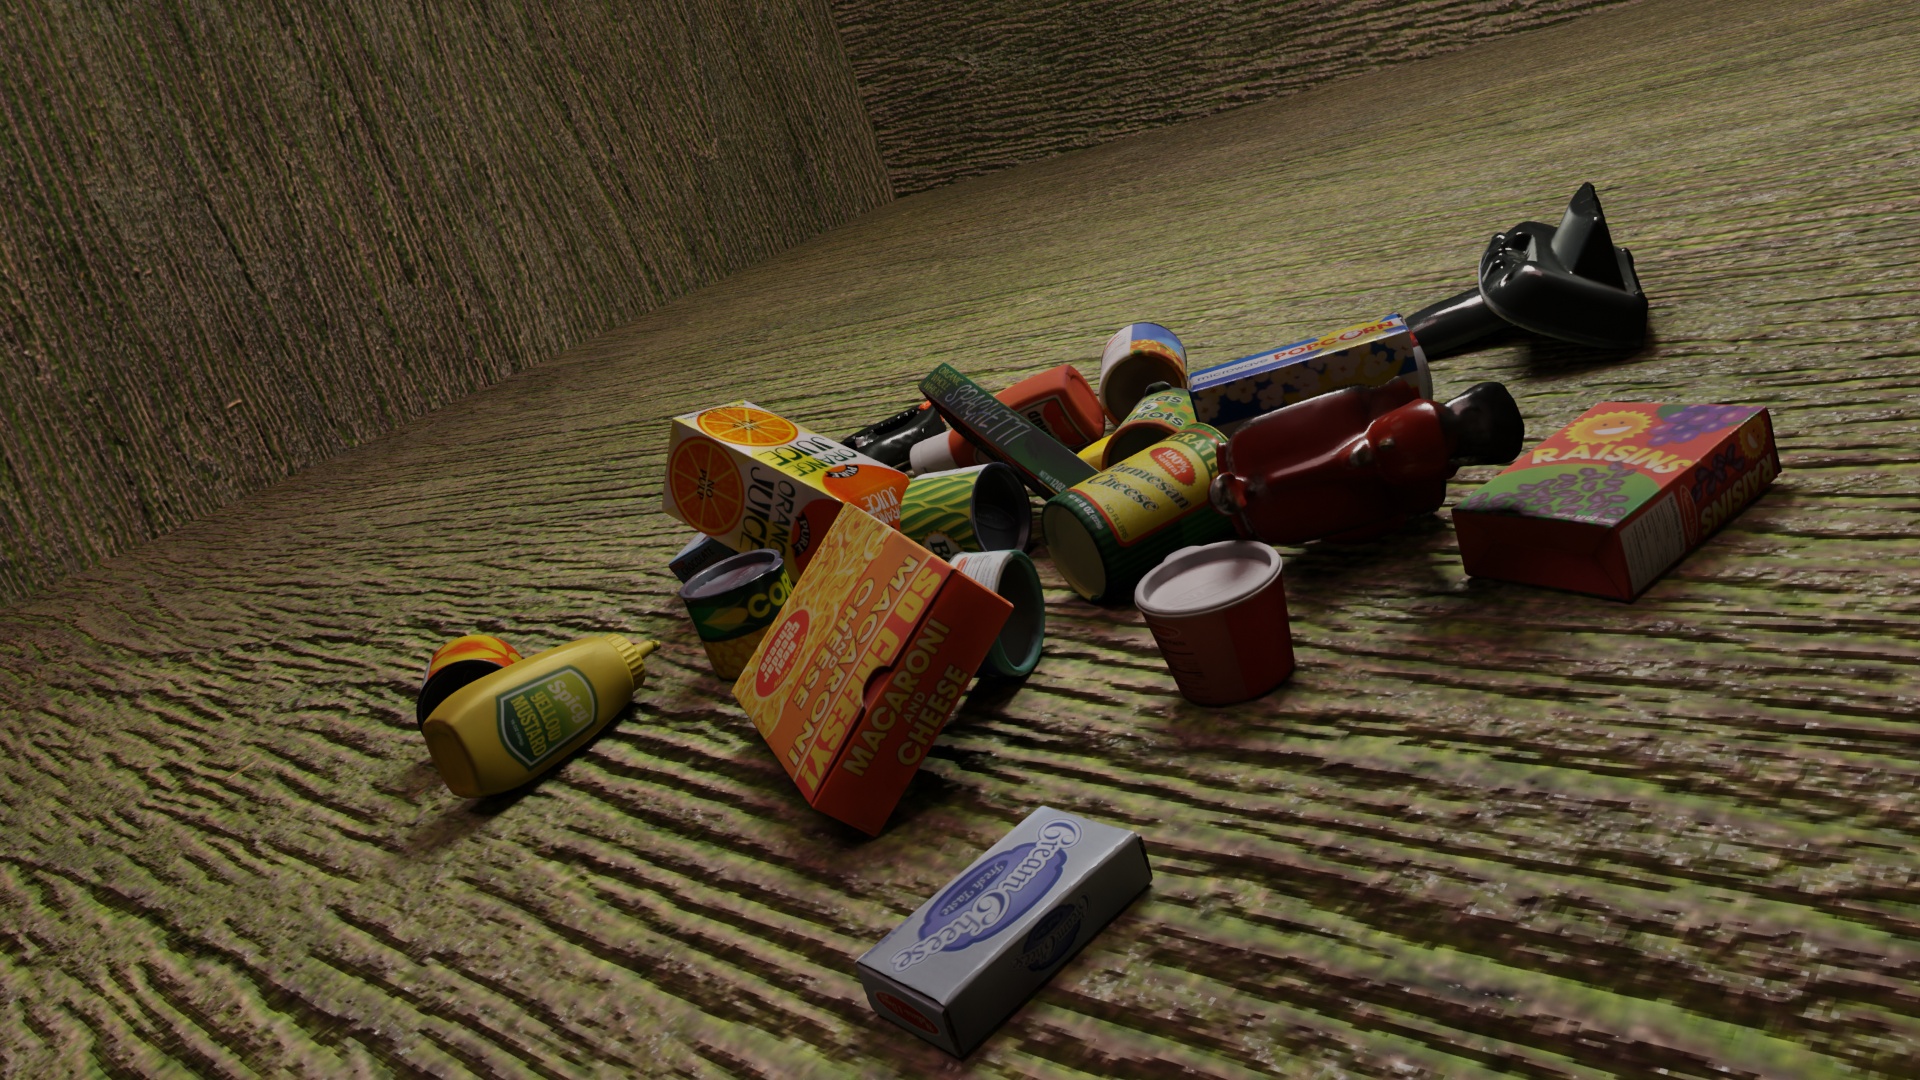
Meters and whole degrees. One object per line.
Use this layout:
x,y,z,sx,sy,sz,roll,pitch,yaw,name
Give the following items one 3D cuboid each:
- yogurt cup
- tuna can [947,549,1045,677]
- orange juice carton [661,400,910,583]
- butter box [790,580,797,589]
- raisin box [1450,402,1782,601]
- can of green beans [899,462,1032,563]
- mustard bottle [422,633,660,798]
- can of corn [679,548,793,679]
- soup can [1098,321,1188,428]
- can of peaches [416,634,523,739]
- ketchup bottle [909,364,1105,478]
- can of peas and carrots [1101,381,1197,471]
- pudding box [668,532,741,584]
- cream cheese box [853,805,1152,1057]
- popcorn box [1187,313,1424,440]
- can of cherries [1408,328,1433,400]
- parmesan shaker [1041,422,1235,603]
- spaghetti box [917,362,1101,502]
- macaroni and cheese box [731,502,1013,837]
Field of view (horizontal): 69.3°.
0.119,0.039,0.634,0.072,0.053,0.072,-18,19,6,yogurt cup
0.018,0.039,0.721,0.033,0.070,0.071,-4,24,27,tuna can
-0.104,-0.023,0.927,0.193,0.072,0.072,26,28,27,orange juice carton
-0.117,0.013,0.992,0.053,0.024,0.104,-16,19,12,butter box
0.303,-0.022,0.641,0.124,0.040,0.086,-31,20,-26,raisin box
0.003,-0.013,0.877,0.057,0.071,0.071,-7,22,36,can of green beans
-0.239,0.093,0.835,0.048,0.065,0.161,-9,17,42,mustard bottle
-0.130,0.045,0.862,0.071,0.058,0.071,-18,18,6,can of corn
0.140,-0.121,1.046,0.071,0.071,0.084,-15,20,13,soup can
-0.306,0.098,0.882,0.071,0.071,0.058,-24,18,-12,can of peaches
0.032,-0.080,1.049,0.148,0.064,0.044,-20,36,28,ketchup bottle
0.127,-0.057,0.866,0.071,0.070,0.059,-9,22,30,can of peas and carrots
-0.175,0.004,1.023,0.083,0.030,0.050,-25,19,48,pudding box
0.017,0.138,0.506,0.104,0.024,0.053,-33,23,-33,cream cheese box
0.204,-0.071,0.806,0.126,0.085,0.038,-15,20,12,popcorn box
0.251,-0.100,0.866,0.058,0.071,0.071,-21,18,-3,can of cherries
0.107,-0.014,0.780,0.103,0.071,0.071,-28,20,-21,parmesan shaker
0.039,-0.061,0.919,0.029,0.050,0.251,-44,33,-1,spaghetti box
-0.051,0.056,0.685,0.123,0.040,0.166,-59,24,-1,macaroni and cheese box
